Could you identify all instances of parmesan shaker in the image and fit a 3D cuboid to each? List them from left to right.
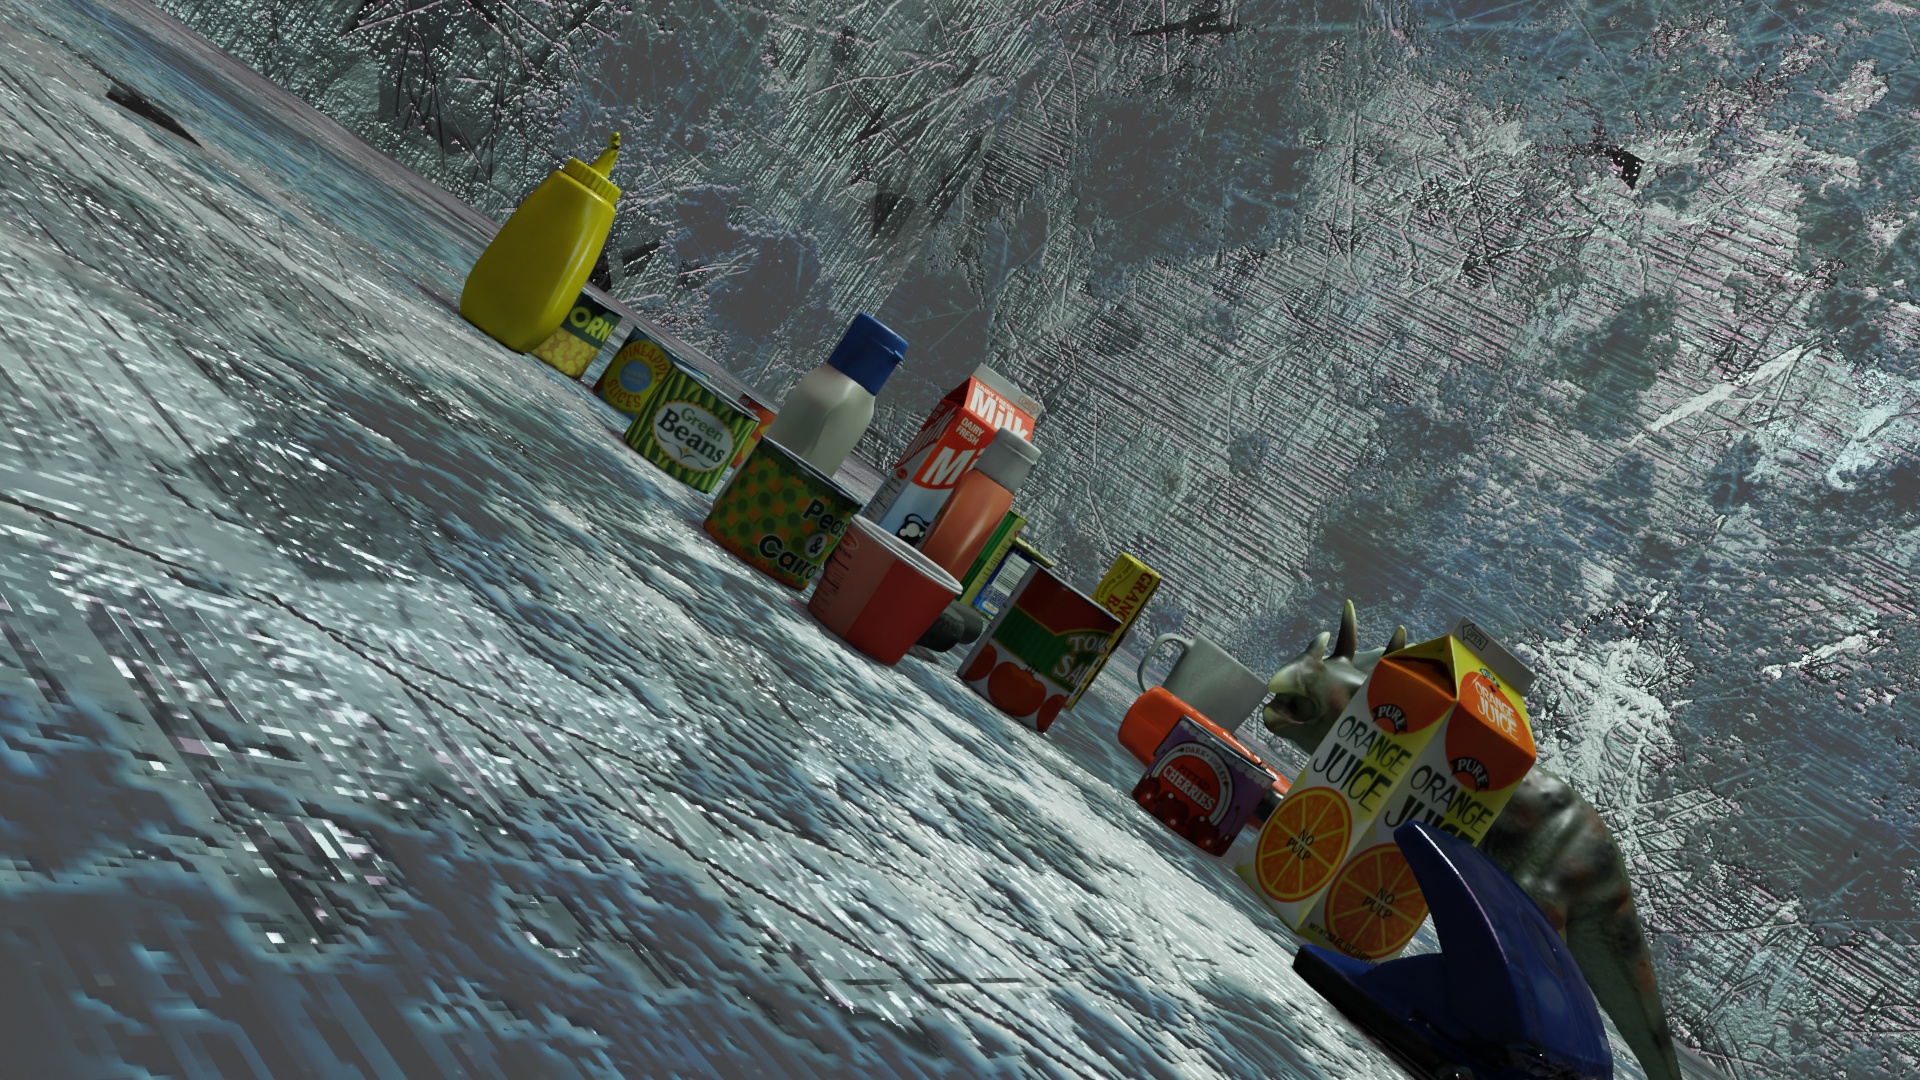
[{"bbox_3d":[0.006,0.006,1.289,0.071,0.103,0.071,35,1,-1],"label":"parmesan shaker"}]

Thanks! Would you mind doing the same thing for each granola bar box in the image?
[{"bbox_3d":[0.113,0.073,1.118,0.039,0.124,0.165,35,2,8],"label":"granola bar box"}]

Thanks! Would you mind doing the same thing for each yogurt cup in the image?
[{"bbox_3d":[-0.041,0.027,0.705,0.072,0.054,0.072,34,2,-1],"label":"yogurt cup"}]

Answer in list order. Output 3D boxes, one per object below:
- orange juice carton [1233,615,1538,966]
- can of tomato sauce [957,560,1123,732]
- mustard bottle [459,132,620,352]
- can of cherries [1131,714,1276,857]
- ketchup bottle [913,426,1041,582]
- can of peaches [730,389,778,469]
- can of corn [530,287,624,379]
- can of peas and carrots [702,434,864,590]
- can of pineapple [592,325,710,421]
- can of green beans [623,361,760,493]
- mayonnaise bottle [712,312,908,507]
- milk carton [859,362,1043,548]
[{"bbox_3d":[0.246,0.137,0.773,0.072,0.192,0.073,34,1,-22],"label":"orange juice carton"},{"bbox_3d":[0.049,0.065,0.840,0.071,0.083,0.071,35,2,-1],"label":"can of tomato sauce"},{"bbox_3d":[-0.271,-0.205,0.935,0.065,0.160,0.049,34,1,-4],"label":"mustard bottle"},{"bbox_3d":[0.143,0.145,0.824,0.071,0.058,0.071,34,2,-1],"label":"can of cherries"},{"bbox_3d":[0.004,-0.013,1.014,0.043,0.149,0.065,35,1,2],"label":"ketchup bottle"},{"bbox_3d":[-0.173,-0.085,1.172,0.071,0.058,0.071,34,2,-1],"label":"can of peaches"},{"bbox_3d":[-0.288,-0.158,1.009,0.071,0.058,0.071,34,2,-1],"label":"can of corn"},{"bbox_3d":[-0.093,-0.013,0.740,0.071,0.058,0.071,34,2,-1],"label":"can of peas and carrots"},{"bbox_3d":[-0.227,-0.116,1.019,0.071,0.058,0.071,34,2,-1],"label":"can of pineapple"},{"bbox_3d":[-0.170,-0.071,0.876,0.071,0.058,0.071,34,2,-1],"label":"can of green beans"},{"bbox_3d":[-0.087,-0.067,0.840,0.041,0.148,0.064,35,1,22],"label":"mayonnaise bottle"},{"bbox_3d":[-0.010,-0.054,1.181,0.072,0.190,0.073,34,1,-19],"label":"milk carton"}]
